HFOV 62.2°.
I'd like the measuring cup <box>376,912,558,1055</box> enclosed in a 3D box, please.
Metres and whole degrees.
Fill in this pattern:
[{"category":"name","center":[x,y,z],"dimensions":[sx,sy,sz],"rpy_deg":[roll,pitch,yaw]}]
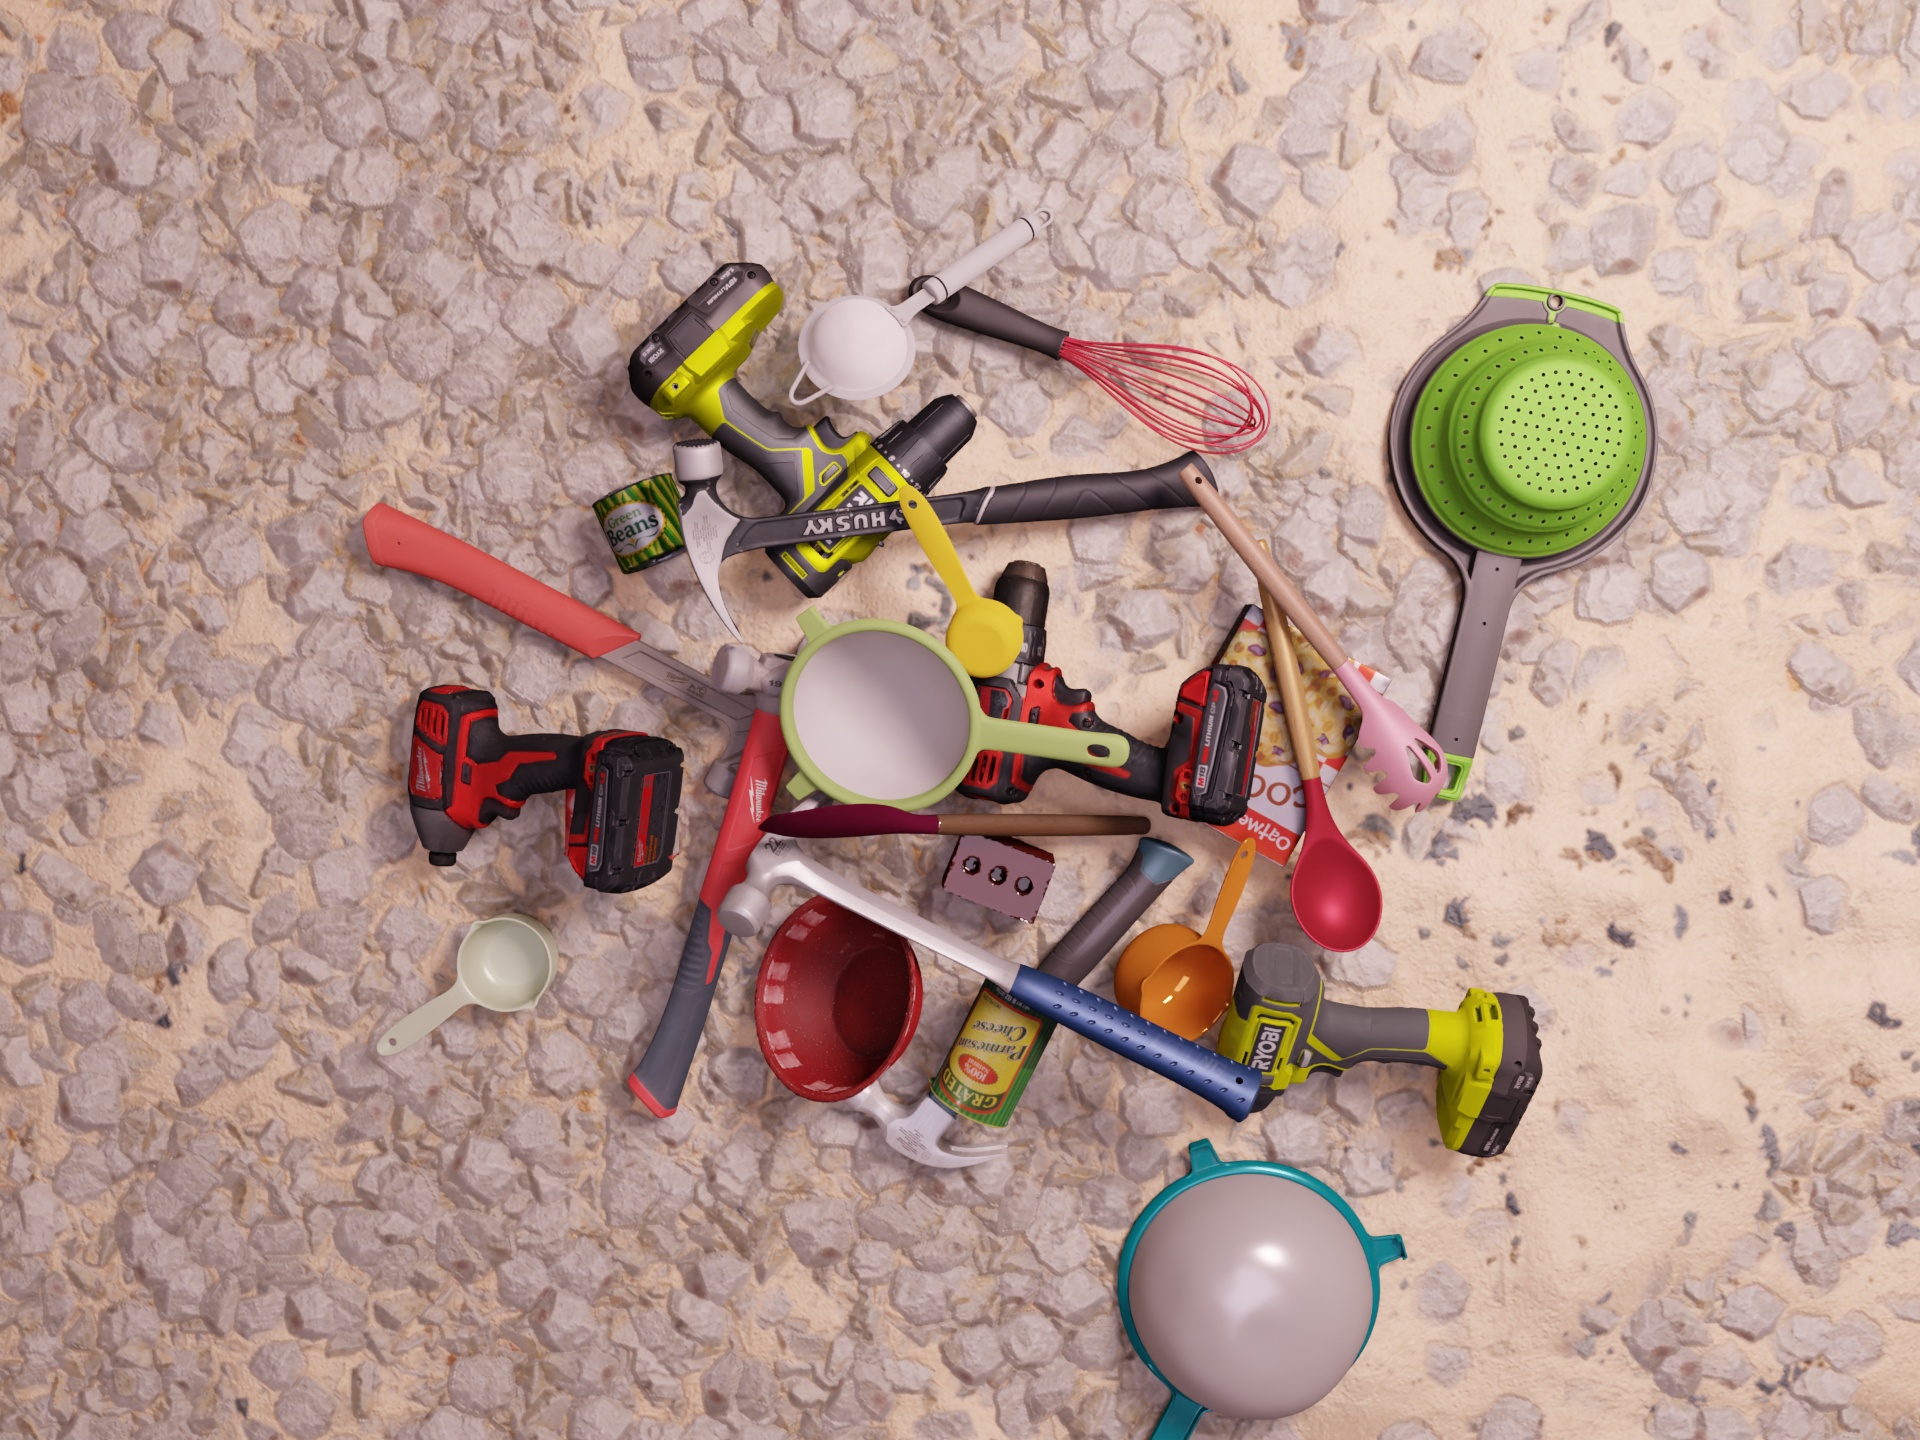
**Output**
[{"category":"measuring cup","center":[-0.396,0.217,1.278],"dimensions":[0.167,0.038,0.083],"rpy_deg":[-34,93,7]}]

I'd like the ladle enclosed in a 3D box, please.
[{"category":"ladle","center":[0.257,0.018,1.198],"dimensions":[0.069,0.031,0.315],"rpy_deg":[-13,92,-4]}]

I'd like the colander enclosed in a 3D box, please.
[{"category":"colander","center":[0.412,-0.130,1.185],"dimensions":[0.204,0.094,0.397],"rpy_deg":[12,95,1]}]

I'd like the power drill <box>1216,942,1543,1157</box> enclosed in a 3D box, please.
[{"category":"power drill","center":[0.310,0.259,1.215],"dimensions":[0.223,0.080,0.171],"rpy_deg":[9,128,2]}]

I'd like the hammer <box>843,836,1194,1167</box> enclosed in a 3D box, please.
[{"category":"hammer","center":[0.060,0.220,1.261],"dimensions":[0.128,0.033,0.331],"rpy_deg":[41,95,-1]}]

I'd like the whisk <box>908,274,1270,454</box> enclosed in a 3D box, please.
[{"category":"whisk","center":[0.096,-0.277,1.208],"dimensions":[0.296,0.073,0.073],"rpy_deg":[23,95,6]}]

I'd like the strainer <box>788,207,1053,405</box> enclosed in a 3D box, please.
[{"category":"strainer","center":[-0.026,-0.317,1.180],"dimensions":[0.258,0.050,0.087],"rpy_deg":[-39,79,-20]}]

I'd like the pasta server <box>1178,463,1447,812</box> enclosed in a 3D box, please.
[{"category":"pasta server","center":[0.261,-0.061,1.180],"dimensions":[0.060,0.040,0.316],"rpy_deg":[-41,94,-17]}]

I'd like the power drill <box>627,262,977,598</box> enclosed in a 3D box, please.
[{"category":"power drill","center":[-0.119,-0.233,1.210],"dimensions":[0.190,0.080,0.228],"rpy_deg":[-44,94,1]}]

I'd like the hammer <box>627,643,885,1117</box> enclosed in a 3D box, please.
[{"category":"hammer","center":[-0.171,0.135,1.250],"dimensions":[0.143,0.038,0.386],"rpy_deg":[12,103,-29]}]

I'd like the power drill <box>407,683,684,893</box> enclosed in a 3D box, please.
[{"category":"power drill","center":[-0.328,0.059,1.218],"dimensions":[0.220,0.078,0.143],"rpy_deg":[11,98,22]}]

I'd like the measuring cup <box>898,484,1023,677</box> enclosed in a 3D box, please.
[{"category":"measuring cup","center":[-0.007,-0.099,1.159],"dimensions":[0.062,0.029,0.156],"rpy_deg":[-22,110,21]}]

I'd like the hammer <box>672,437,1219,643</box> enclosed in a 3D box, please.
[{"category":"hammer","center":[-0.002,-0.152,1.183],"dimensions":[0.409,0.036,0.149],"rpy_deg":[-8,110,-11]}]

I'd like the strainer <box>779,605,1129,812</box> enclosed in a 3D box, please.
[{"category":"strainer","center":[-0.002,-0.004,1.171],"dimensions":[0.256,0.069,0.151],"rpy_deg":[8,112,7]}]

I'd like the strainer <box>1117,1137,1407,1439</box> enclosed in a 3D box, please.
[{"category":"strainer","center":[0.202,0.518,1.248],"dimensions":[0.211,0.095,0.340],"rpy_deg":[27,94,0]}]

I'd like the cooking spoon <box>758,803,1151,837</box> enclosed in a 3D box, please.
[{"category":"cooking spoon","center":[0.004,0.078,1.188],"dimensions":[0.318,0.068,0.017],"rpy_deg":[2,69,-25]}]

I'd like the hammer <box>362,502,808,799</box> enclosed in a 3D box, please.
[{"category":"hammer","center":[-0.298,-0.083,1.249],"dimensions":[0.359,0.037,0.149],"rpy_deg":[28,95,-1]}]

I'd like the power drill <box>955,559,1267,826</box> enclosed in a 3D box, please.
[{"category":"power drill","center":[0.110,-0.018,1.197],"dimensions":[0.227,0.080,0.188],"rpy_deg":[9,87,21]}]

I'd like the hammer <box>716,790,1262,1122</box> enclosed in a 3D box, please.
[{"category":"hammer","center":[0.032,0.180,1.169],"dimensions":[0.405,0.144,0.035],"rpy_deg":[26,138,2]}]

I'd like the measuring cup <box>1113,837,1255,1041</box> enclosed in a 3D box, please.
[{"category":"measuring cup","center":[0.177,0.162,1.228],"dimensions":[0.095,0.052,0.173],"rpy_deg":[18,97,-33]}]
